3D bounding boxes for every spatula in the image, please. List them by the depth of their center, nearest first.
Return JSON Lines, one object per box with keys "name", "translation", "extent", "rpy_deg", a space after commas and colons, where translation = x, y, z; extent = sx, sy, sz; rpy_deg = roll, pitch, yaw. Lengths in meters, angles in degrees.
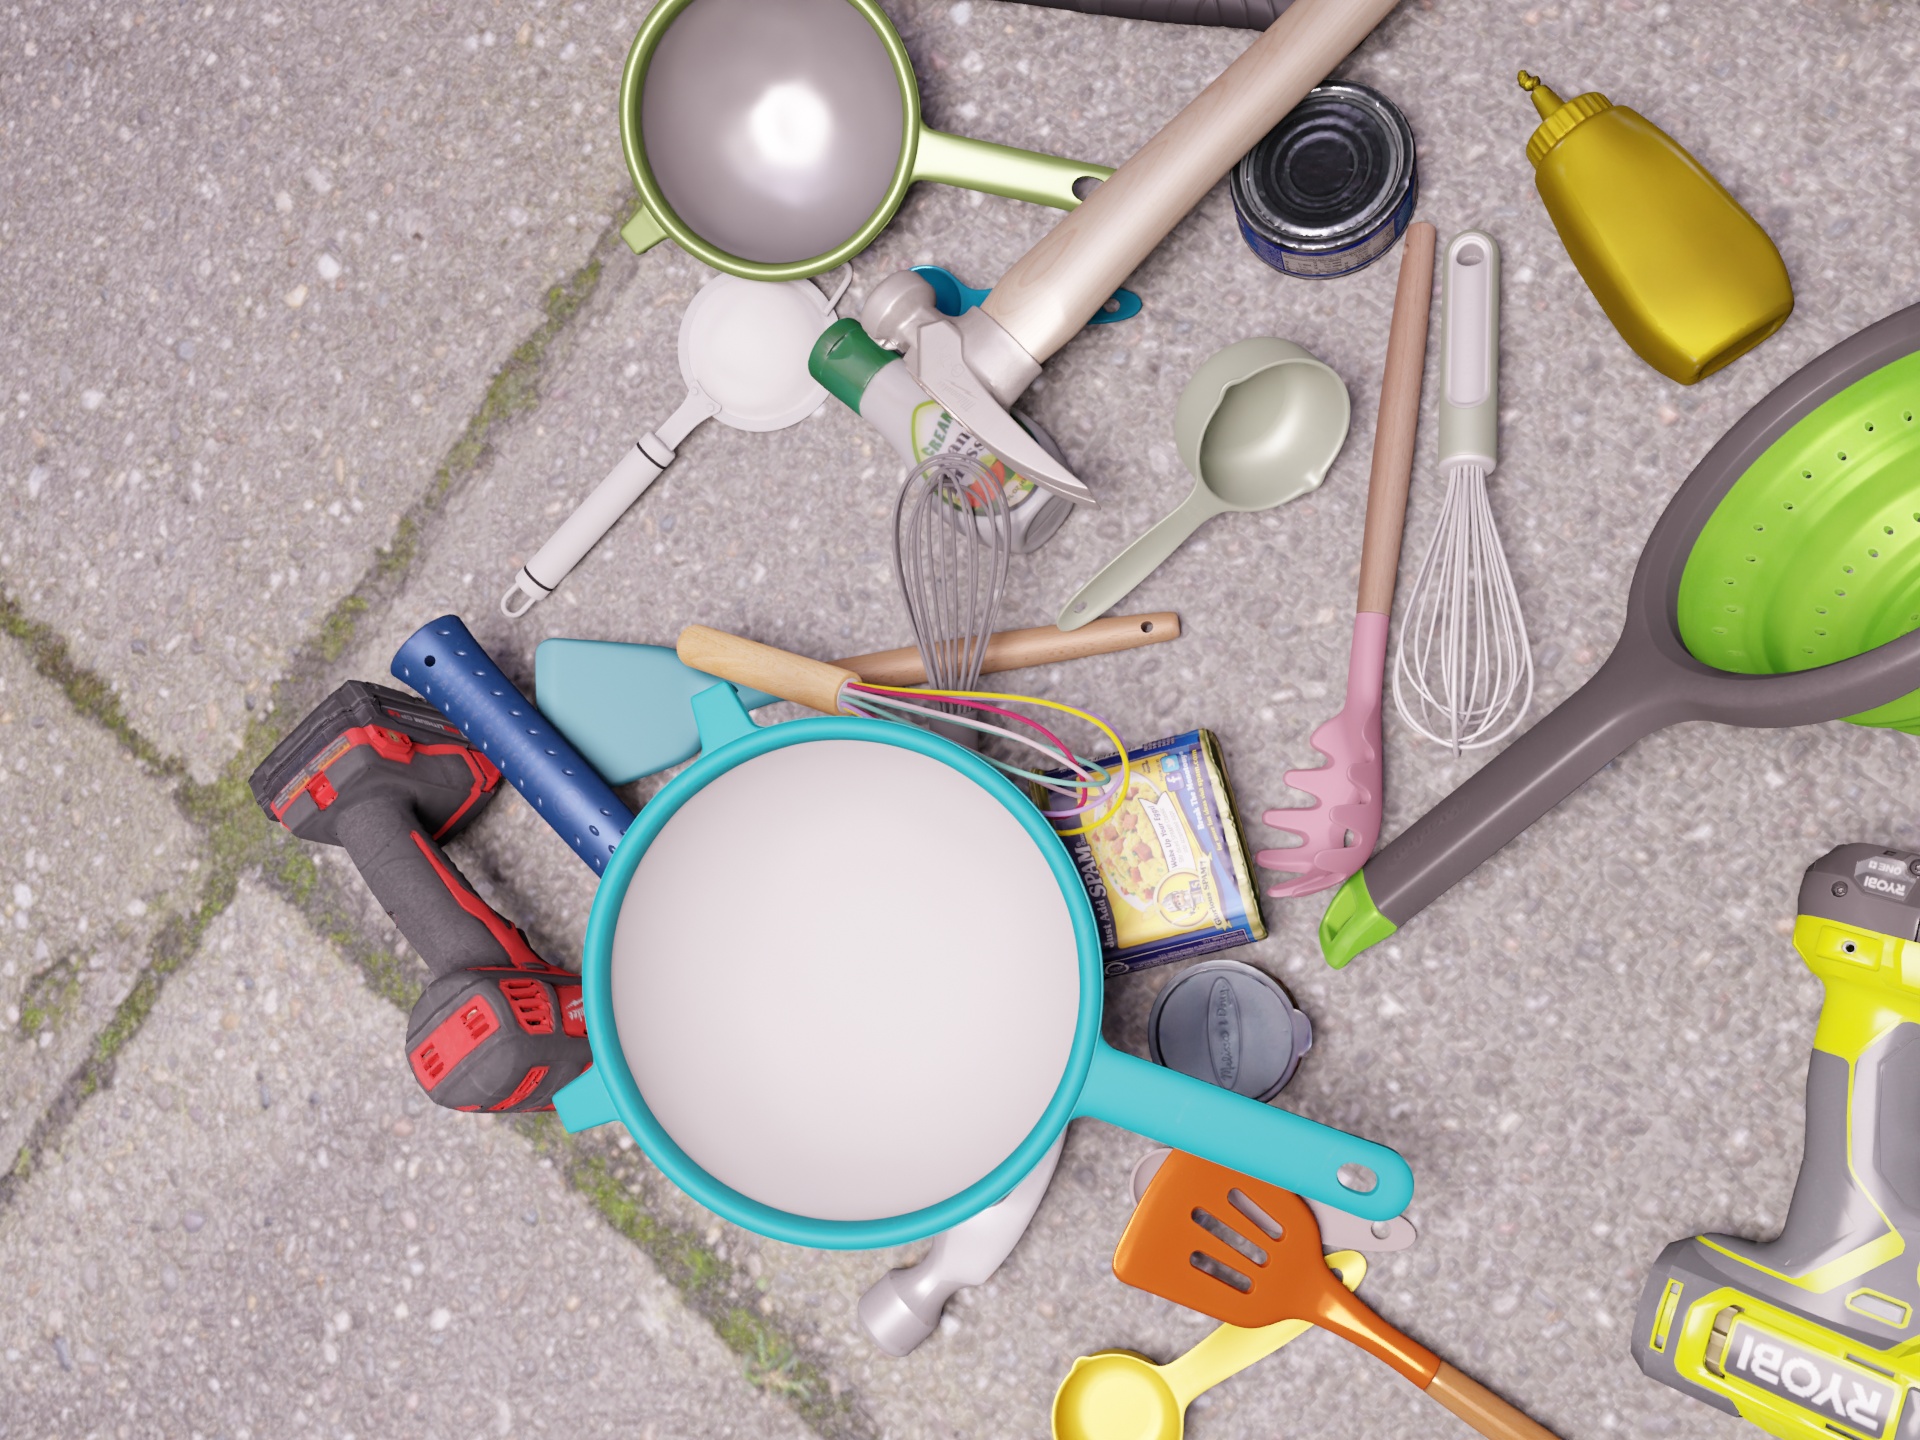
{"name": "spatula", "translation": [0.214, 0.282, 0.645], "extent": [0.323, 0.041, 0.081], "rpy_deg": [32, 79, 14]}
{"name": "spatula", "translation": [-0.052, -0.022, 0.772], "extent": [0.317, 0.044, 0.082], "rpy_deg": [-9, 85, 14]}

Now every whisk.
{"name": "whisk", "translation": [0.220, -0.104, 0.694], "extent": [0.058, 0.059, 0.246], "rpy_deg": [0, 75, 21]}
{"name": "whisk", "translation": [-0.034, -0.002, 0.703], "extent": [0.245, 0.051, 0.047], "rpy_deg": [18, 118, 31]}
{"name": "whisk", "translation": [0.000, -0.003, 0.733], "extent": [0.055, 0.055, 0.239], "rpy_deg": [1, 99, 17]}

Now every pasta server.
{"name": "pasta server", "translation": [0.181, -0.075, 0.712], "extent": [0.040, 0.060, 0.316], "rpy_deg": [11, 82, -16]}

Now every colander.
{"name": "colander", "translation": [0.315, -0.008, 0.633], "extent": [0.094, 0.205, 0.397], "rpy_deg": [38, 114, -16]}

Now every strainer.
{"name": "strainer", "translation": [0.017, 0.125, 0.662], "extent": [0.340, 0.095, 0.211], "rpy_deg": [19, 91, 7]}
{"name": "strainer", "translation": [-0.038, -0.288, 0.796], "extent": [0.256, 0.069, 0.151], "rpy_deg": [13, 109, 3]}
{"name": "strainer", "translation": [-0.151, -0.145, 0.822], "extent": [0.087, 0.050, 0.258], "rpy_deg": [46, 100, 3]}

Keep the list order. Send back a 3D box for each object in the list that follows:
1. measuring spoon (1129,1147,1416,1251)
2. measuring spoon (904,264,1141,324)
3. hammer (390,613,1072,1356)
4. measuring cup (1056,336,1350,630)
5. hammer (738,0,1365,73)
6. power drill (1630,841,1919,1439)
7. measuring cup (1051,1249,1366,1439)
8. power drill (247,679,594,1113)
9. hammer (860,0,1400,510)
{"name": "measuring spoon", "translation": [0.136, 0.214, 0.701], "extent": [0.124, 0.018, 0.034], "rpy_deg": [9, 83, 11]}
{"name": "measuring spoon", "translation": [0.026, -0.203, 0.791], "extent": [0.128, 0.021, 0.042], "rpy_deg": [2, 82, 8]}
{"name": "hammer", "translation": [-0.117, 0.099, 0.750], "extent": [0.405, 0.035, 0.144], "rpy_deg": [45, 96, 9]}
{"name": "measuring cup", "translation": [0.101, -0.106, 0.728], "extent": [0.167, 0.083, 0.038], "rpy_deg": [-42, 42, 15]}
{"name": "hammer", "translation": [0.045, -0.377, 0.796], "extent": [0.335, 0.035, 0.146], "rpy_deg": [14, 87, 18]}
{"name": "power drill", "translation": [0.366, 0.171, 0.585], "extent": [0.171, 0.080, 0.223], "rpy_deg": [16, 88, 38]}
{"name": "measuring cup", "translation": [0.110, 0.278, 0.697], "extent": [0.156, 0.029, 0.062], "rpy_deg": [-33, 76, -2]}
{"name": "power drill", "translation": [-0.235, 0.092, 0.767], "extent": [0.078, 0.143, 0.220], "rpy_deg": [-42, 67, 9]}
{"name": "hammer", "translation": [0.143, -0.281, 0.715], "extent": [0.410, 0.038, 0.146], "rpy_deg": [-45, 72, 5]}
